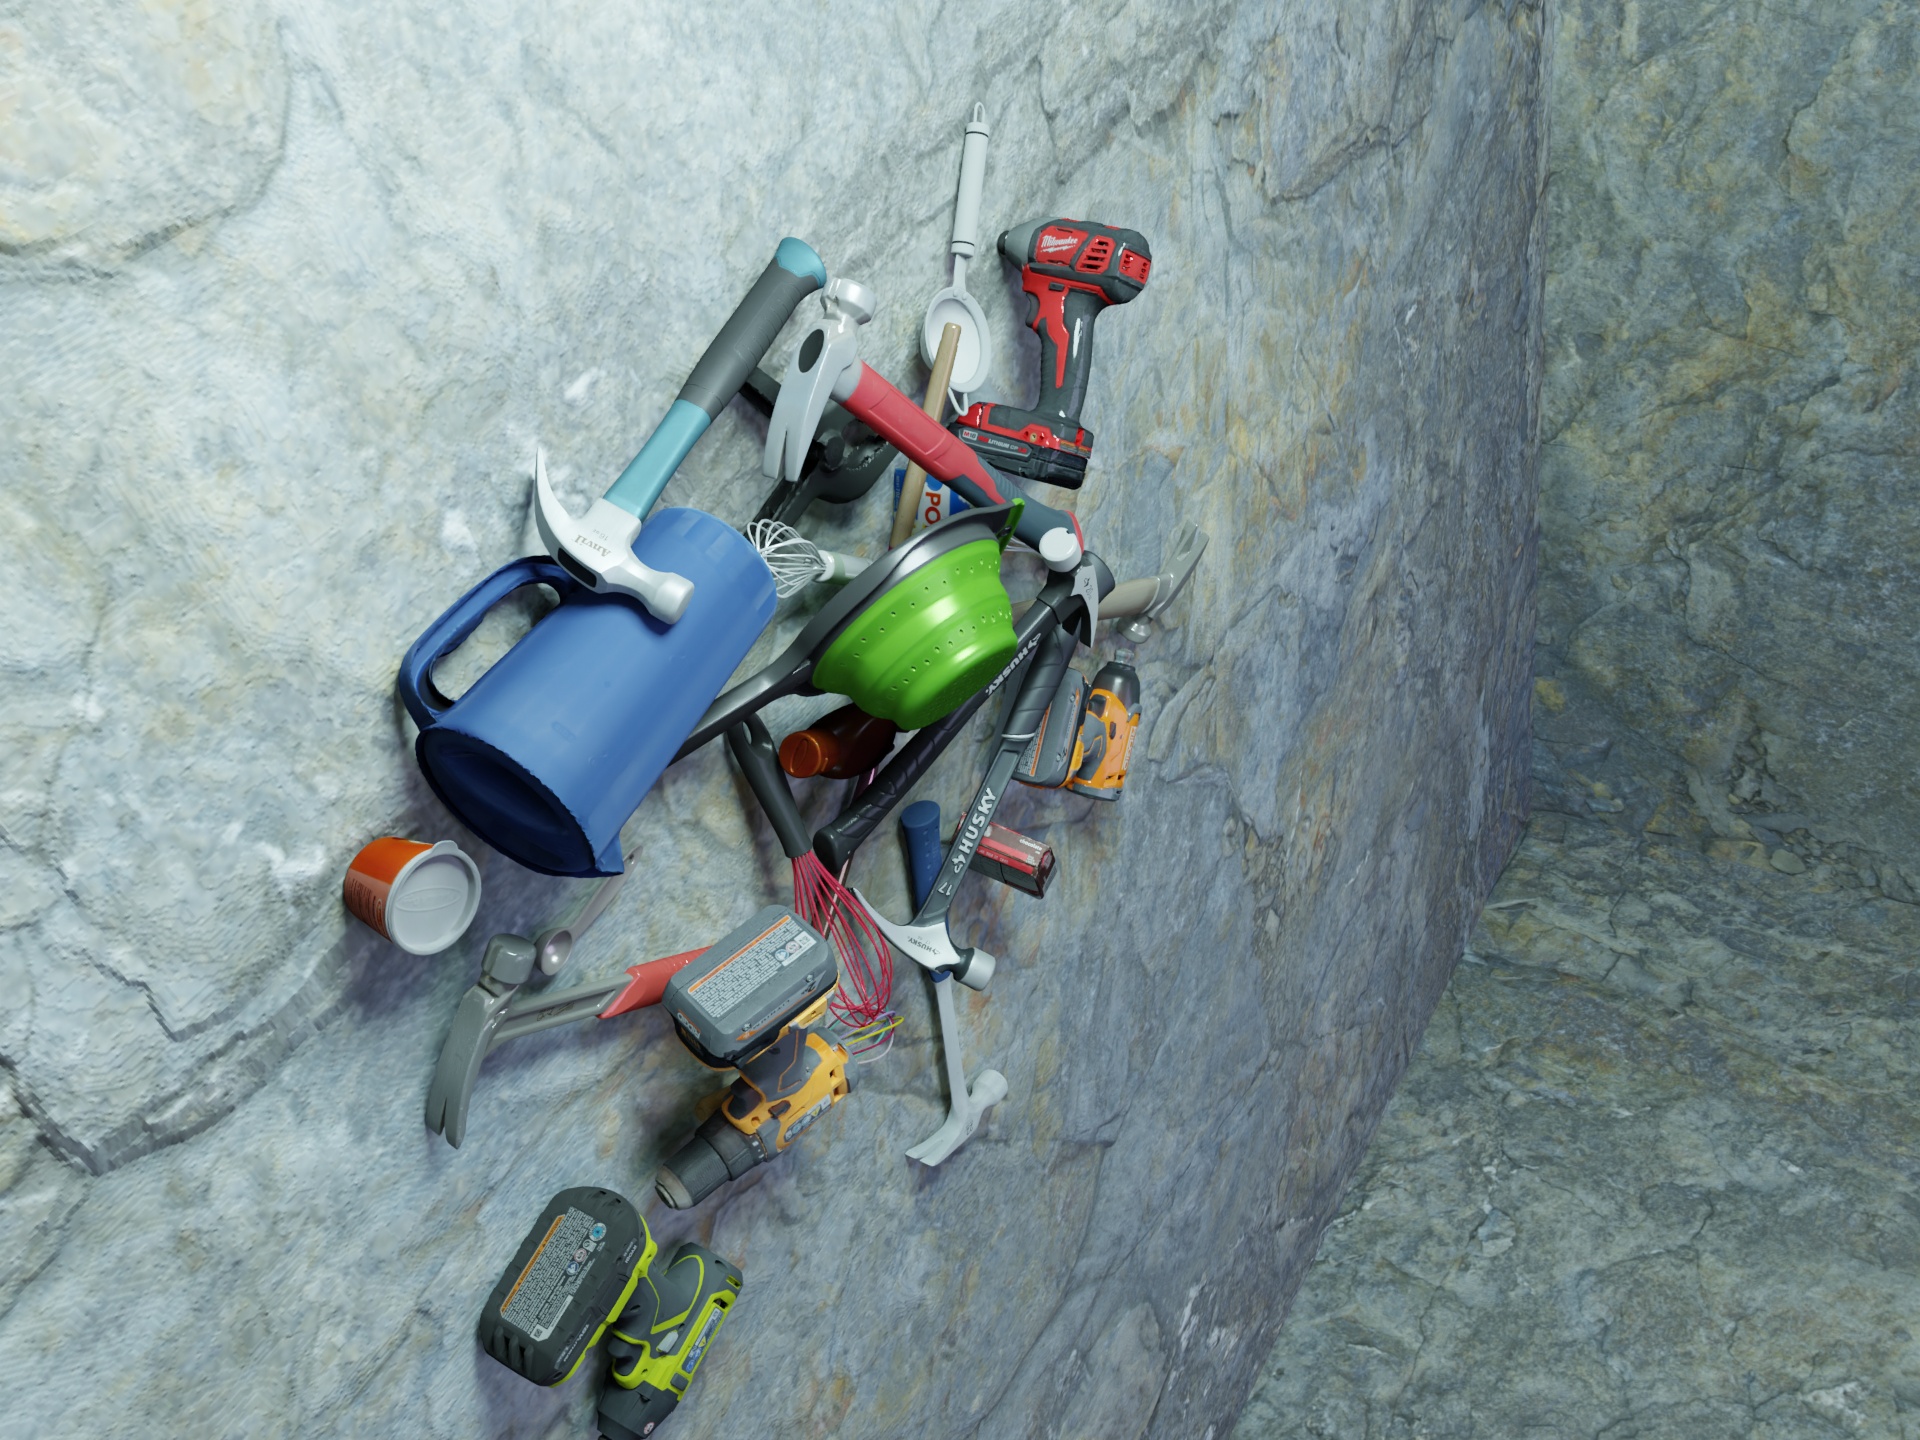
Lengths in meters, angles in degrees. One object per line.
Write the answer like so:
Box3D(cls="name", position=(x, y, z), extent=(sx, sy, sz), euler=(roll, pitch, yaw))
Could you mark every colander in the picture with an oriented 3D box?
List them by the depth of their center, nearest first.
Box3D(cls="colander", position=(-0.088, -0.016, 1.161), extent=(0.397, 0.094, 0.204), euler=(-34, 169, -21))

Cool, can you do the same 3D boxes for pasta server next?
Box3D(cls="pasta server", position=(-0.088, 0.101, 1.374), extent=(0.060, 0.040, 0.316), euler=(-166, -86, -79))

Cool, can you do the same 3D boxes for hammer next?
Box3D(cls="hammer", position=(-0.171, -0.213, 1.061), extent=(0.331, 0.128, 0.033), euler=(-64, -177, -34))
Box3D(cls="hammer", position=(-0.232, 0.203, 1.177), extent=(0.359, 0.037, 0.149), euler=(-5, 120, -60))
Box3D(cls="hammer", position=(-0.010, -0.182, 1.220), extent=(0.386, 0.038, 0.143), euler=(28, 80, -56))
Box3D(cls="hammer", position=(-0.002, -0.004, 1.334), extent=(0.335, 0.035, 0.146), euler=(-48, 153, -9))
Box3D(cls="hammer", position=(0.039, 0.029, 1.441), extent=(0.409, 0.149, 0.036), euler=(-65, -168, -11))
Box3D(cls="hammer", position=(0.104, -0.115, 1.548), extent=(0.410, 0.038, 0.146), euler=(-16, 144, -51))
Box3D(cls="hammer", position=(-0.020, 0.259, 1.550), extent=(0.144, 0.035, 0.405), euler=(-41, 135, -43))

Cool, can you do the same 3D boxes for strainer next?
Box3D(cls="strainer", position=(0.000, -0.380, 1.313), extent=(0.086, 0.050, 0.258), euler=(6, 92, -52))

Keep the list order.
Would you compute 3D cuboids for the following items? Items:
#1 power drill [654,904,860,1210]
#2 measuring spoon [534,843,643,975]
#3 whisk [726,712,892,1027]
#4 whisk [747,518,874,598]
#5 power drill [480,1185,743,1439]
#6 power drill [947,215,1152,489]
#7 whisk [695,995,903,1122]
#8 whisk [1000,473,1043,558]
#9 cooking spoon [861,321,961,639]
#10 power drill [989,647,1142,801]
Box3D(cls="power drill", position=(-0.166, 0.267, 1.216), extent=(0.185, 0.084, 0.226), euler=(-36, 145, -27))
Box3D(cls="measuring spoon", position=(-0.266, 0.130, 1.131), extent=(0.034, 0.018, 0.124), euler=(88, 27, -43))
Box3D(cls="whisk", position=(-0.121, 0.120, 1.265), extent=(0.073, 0.073, 0.295), euler=(-40, 117, -43))
Box3D(cls="whisk", position=(-0.109, -0.117, 1.197), extent=(0.246, 0.059, 0.058), euler=(-10, 79, -75))
Box3D(cls="power drill", position=(-0.263, 0.463, 1.214), extent=(0.171, 0.080, 0.223), euler=(-59, 148, -25))
Box3D(cls="power drill", position=(0.070, -0.320, 1.363), extent=(0.078, 0.143, 0.219), euler=(2, 107, -54))
Box3D(cls="whisk", position=(-0.134, 0.294, 1.379), extent=(0.245, 0.047, 0.051), euler=(-16, 117, -51))
Box3D(cls="whisk", position=(0.072, -0.171, 1.501), extent=(0.284, 0.070, 0.070), euler=(19, 86, -63))
Box3D(cls="cooking spoon", position=(-0.045, -0.166, 1.301), extent=(0.069, 0.017, 0.318), euler=(-53, 159, -74))
Box3D(cls="power drill", position=(0.120, -0.004, 1.624), extent=(0.226, 0.084, 0.164), euler=(11, 93, -63))
